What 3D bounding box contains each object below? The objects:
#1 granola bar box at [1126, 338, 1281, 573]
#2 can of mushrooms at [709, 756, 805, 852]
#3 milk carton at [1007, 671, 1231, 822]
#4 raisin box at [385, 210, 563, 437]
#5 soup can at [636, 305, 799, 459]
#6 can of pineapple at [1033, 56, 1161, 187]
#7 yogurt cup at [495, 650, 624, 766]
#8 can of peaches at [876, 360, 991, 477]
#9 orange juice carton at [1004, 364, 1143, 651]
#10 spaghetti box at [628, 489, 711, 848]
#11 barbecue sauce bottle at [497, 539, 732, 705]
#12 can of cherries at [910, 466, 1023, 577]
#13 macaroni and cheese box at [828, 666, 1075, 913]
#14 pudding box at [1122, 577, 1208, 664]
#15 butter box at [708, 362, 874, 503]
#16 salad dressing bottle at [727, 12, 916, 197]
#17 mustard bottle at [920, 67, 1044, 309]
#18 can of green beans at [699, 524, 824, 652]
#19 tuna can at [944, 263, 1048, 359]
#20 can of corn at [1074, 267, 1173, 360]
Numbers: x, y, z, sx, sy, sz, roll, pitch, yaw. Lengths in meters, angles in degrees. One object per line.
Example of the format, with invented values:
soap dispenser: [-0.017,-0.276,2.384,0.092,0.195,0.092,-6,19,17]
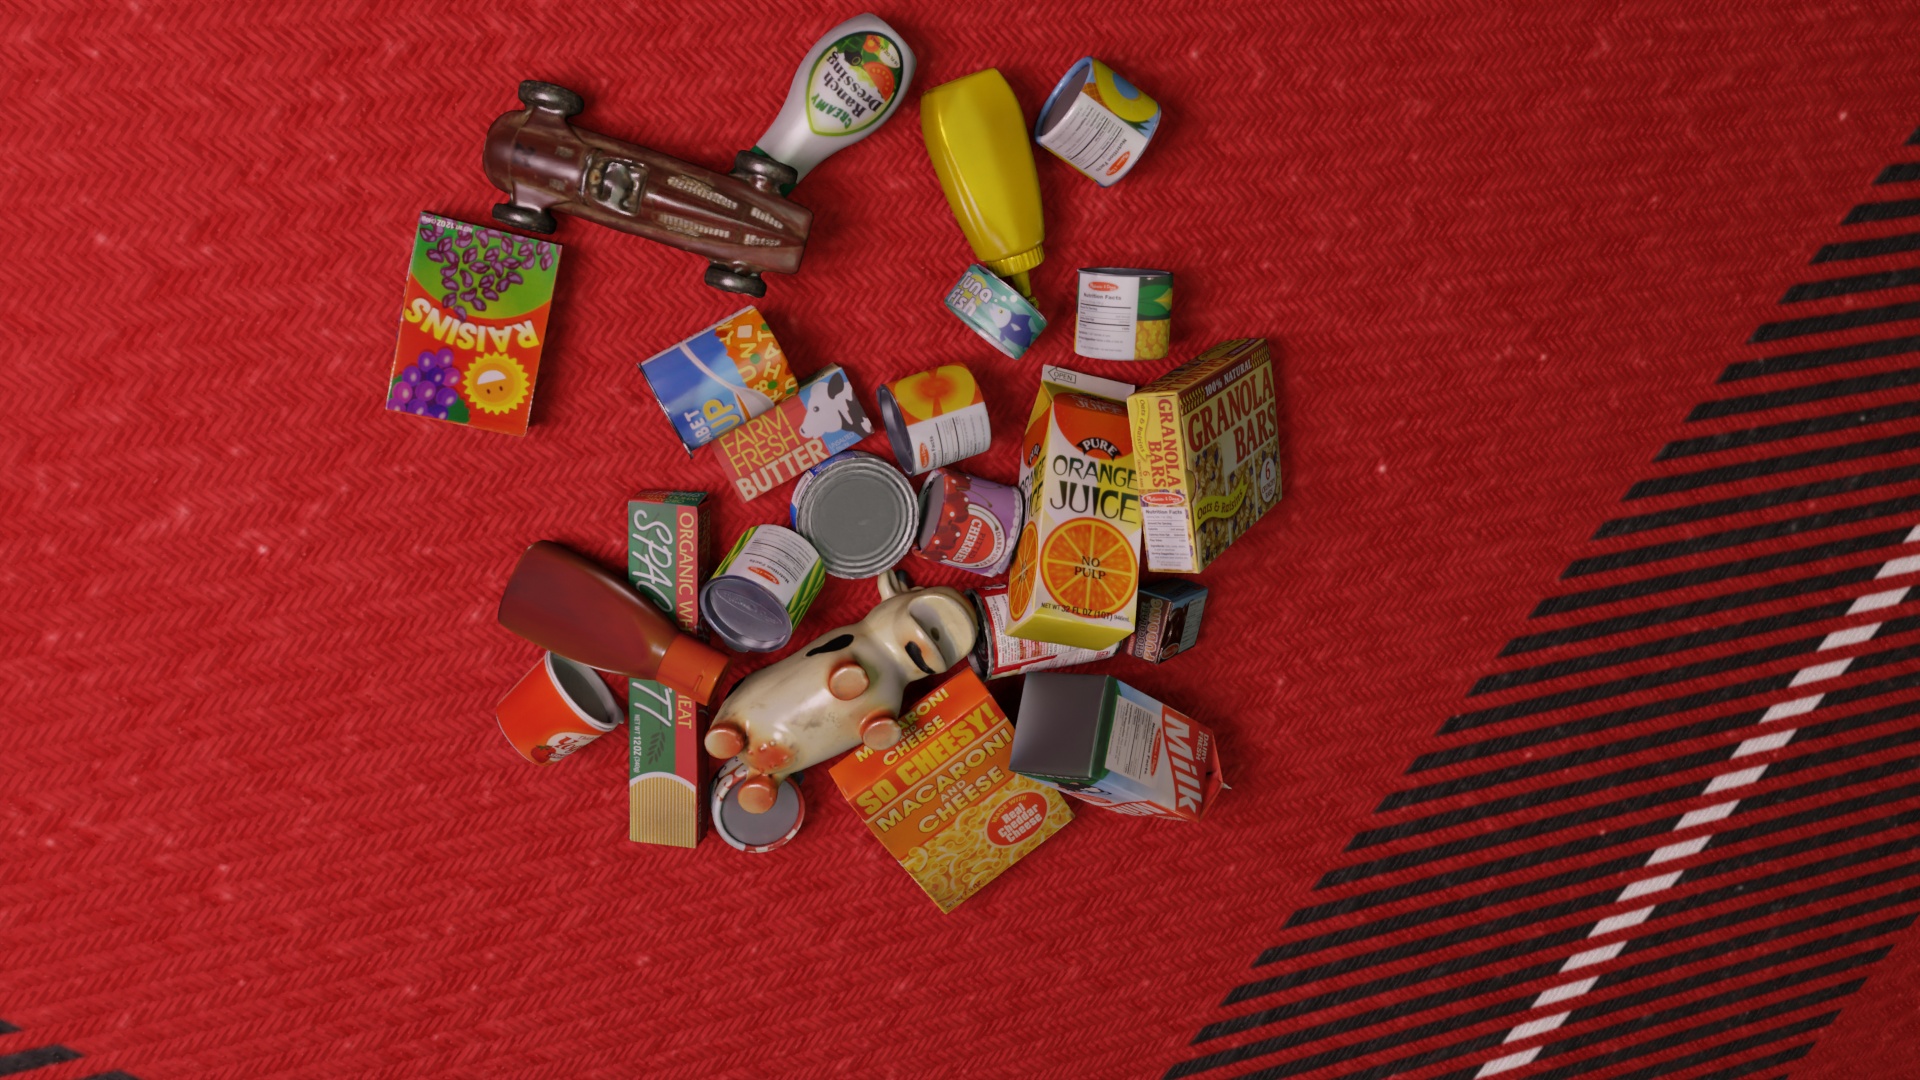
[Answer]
granola bar box: [0.175,-0.062,0.966,0.166,0.039,0.123,-32,118,-52]
can of mushrooms: [-0.143,0.186,0.993,0.071,0.033,0.071,-4,105,-15]
milk carton: [0.123,0.157,1.012,0.190,0.072,0.073,30,66,-45]
raisin box: [-0.301,-0.133,0.860,0.086,0.040,0.123,10,100,-20]
soup can: [-0.154,-0.102,0.896,0.084,0.071,0.071,-29,110,-8]
can of pineapple: [0.090,-0.280,0.925,0.058,0.071,0.071,29,95,-21]
yogurt cup: [-0.269,0.113,0.921,0.054,0.072,0.072,-38,112,5]
can of peaches: [-0.018,-0.085,0.943,0.058,0.071,0.071,-19,109,-12]
orange juice carton: [0.082,-0.027,0.957,0.072,0.072,0.193,10,71,-11]
spaghetti box: [-0.198,0.089,0.946,0.050,0.029,0.249,5,104,6]
barbecue sauce bottle: [-0.222,0.058,0.903,0.148,0.044,0.064,27,103,2]
can of cherries: [0.003,-0.012,0.964,0.058,0.071,0.071,16,99,-19]
macaroni and cheese box: [-0.003,0.183,1.003,0.124,0.040,0.165,-36,131,-5]
pudding box: [0.152,0.058,1.023,0.030,0.084,0.049,18,104,26]
butter box: [-0.115,-0.073,0.939,0.103,0.024,0.053,-30,110,-8]
salad dressing bottle: [-0.093,-0.266,0.884,0.064,0.044,0.147,42,92,-22]
mustard bottle: [0.023,-0.228,0.926,0.065,0.049,0.159,-22,110,-10]
can of green beans: [-0.131,0.031,0.929,0.071,0.058,0.071,12,131,15]
tuna can: [0.022,-0.155,0.934,0.071,0.071,0.033,37,92,-22]
can of corn: [0.114,-0.158,0.964,0.071,0.071,0.058,-2,106,-16]
